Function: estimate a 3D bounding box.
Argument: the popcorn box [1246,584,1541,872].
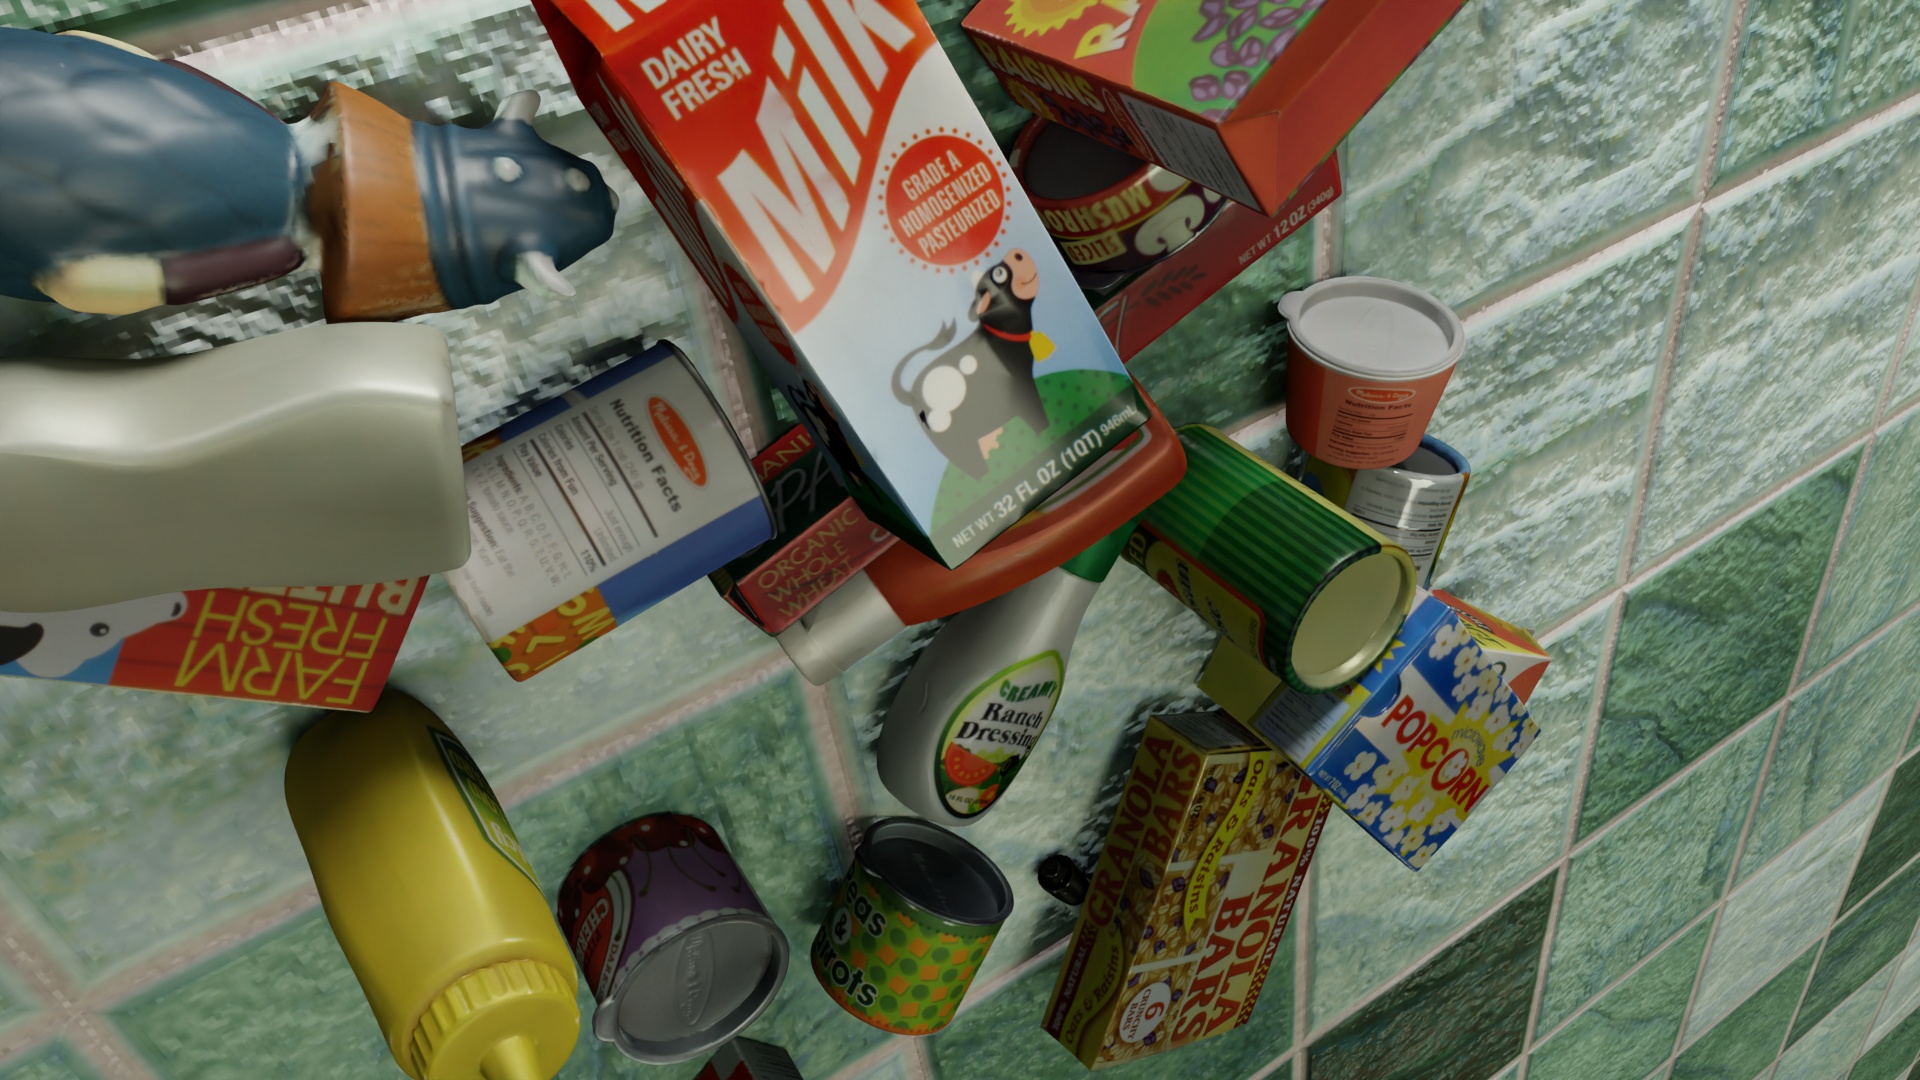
[{"bbox_3d":[0.183,0.078,0.577,0.085,0.038,0.126,-49,133,2],"label":"popcorn box"}]

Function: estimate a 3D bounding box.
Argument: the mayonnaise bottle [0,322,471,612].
[{"bbox_3d":[-0.188,-0.013,0.305,0.148,0.041,0.064,-6,138,-20],"label":"mayonnaise bottle"}]

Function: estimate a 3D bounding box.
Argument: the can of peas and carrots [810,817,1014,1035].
[{"bbox_3d":[-0.022,0.155,0.561,0.071,0.071,0.058,12,111,-40],"label":"can of peas and carrots"}]

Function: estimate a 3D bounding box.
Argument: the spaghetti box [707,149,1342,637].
[{"bbox_3d":[0.018,-0.062,0.460,0.250,0.050,0.028,-38,133,-10],"label":"spaghetti box"}]

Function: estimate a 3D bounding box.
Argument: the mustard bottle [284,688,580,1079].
[{"bbox_3d":[-0.138,0.104,0.376,0.049,0.161,0.065,-35,134,-15],"label":"mustard bottle"}]

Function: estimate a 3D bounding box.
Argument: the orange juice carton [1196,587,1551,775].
[{"bbox_3d":[0.213,0.065,0.670,0.193,0.073,0.071,9,112,-40],"label":"orange juice carton"}]

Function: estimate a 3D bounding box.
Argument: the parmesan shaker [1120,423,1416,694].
[{"bbox_3d":[0.113,0.004,0.536,0.071,0.103,0.071,-18,127,-26],"label":"parmesan shaker"}]

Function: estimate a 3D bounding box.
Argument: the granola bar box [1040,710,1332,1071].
[{"bbox_3d":[0.117,0.164,0.667,0.124,0.039,0.165,4,108,-43],"label":"granola bar box"}]

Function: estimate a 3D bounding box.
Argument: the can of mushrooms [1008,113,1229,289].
[{"bbox_3d":[0.050,-0.116,0.436,0.071,0.071,0.033,-46,134,-3],"label":"can of mushrooms"}]

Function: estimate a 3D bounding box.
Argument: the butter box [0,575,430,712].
[{"bbox_3d":[-0.200,0.014,0.367,0.103,0.024,0.053,14,109,-41],"label":"butter box"}]

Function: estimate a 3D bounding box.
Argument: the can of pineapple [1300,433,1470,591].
[{"bbox_3d":[0.178,-0.016,0.600,0.071,0.071,0.057,-6,121,-33],"label":"can of pineapple"}]

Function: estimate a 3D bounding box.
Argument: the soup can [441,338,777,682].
[{"bbox_3d":[-0.105,-0.008,0.396,0.084,0.071,0.071,-31,132,-15],"label":"soup can"}]

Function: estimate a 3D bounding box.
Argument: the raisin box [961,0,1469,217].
[{"bbox_3d":[0.068,-0.150,0.389,0.086,0.124,0.040,-49,134,1],"label":"raisin box"}]

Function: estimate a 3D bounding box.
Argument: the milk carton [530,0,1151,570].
[{"bbox_3d":[-0.036,-0.092,0.363,0.072,0.073,0.190,-37,111,-11],"label":"milk carton"}]

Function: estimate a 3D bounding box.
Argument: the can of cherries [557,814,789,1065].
[{"bbox_3d":[-0.105,0.141,0.495,0.072,0.058,0.071,-19,129,-25],"label":"can of cherries"}]

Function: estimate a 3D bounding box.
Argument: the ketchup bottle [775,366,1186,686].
[{"bbox_3d":[0.002,-0.006,0.480,0.149,0.065,0.043,-35,150,-1],"label":"ketchup bottle"}]

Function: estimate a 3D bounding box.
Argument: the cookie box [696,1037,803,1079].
[{"bbox_3d":[-0.080,0.303,0.542,0.123,0.168,0.040,-51,135,2],"label":"cookie box"}]

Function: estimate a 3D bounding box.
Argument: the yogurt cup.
[{"bbox_3d":[0.162,-0.065,0.556,0.072,0.072,0.053,-23,137,-23],"label":"yogurt cup"}]

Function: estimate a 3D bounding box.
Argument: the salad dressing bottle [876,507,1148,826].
[{"bbox_3d":[0.021,0.038,0.531,0.064,0.044,0.147,18,106,-43],"label":"salad dressing bottle"}]
